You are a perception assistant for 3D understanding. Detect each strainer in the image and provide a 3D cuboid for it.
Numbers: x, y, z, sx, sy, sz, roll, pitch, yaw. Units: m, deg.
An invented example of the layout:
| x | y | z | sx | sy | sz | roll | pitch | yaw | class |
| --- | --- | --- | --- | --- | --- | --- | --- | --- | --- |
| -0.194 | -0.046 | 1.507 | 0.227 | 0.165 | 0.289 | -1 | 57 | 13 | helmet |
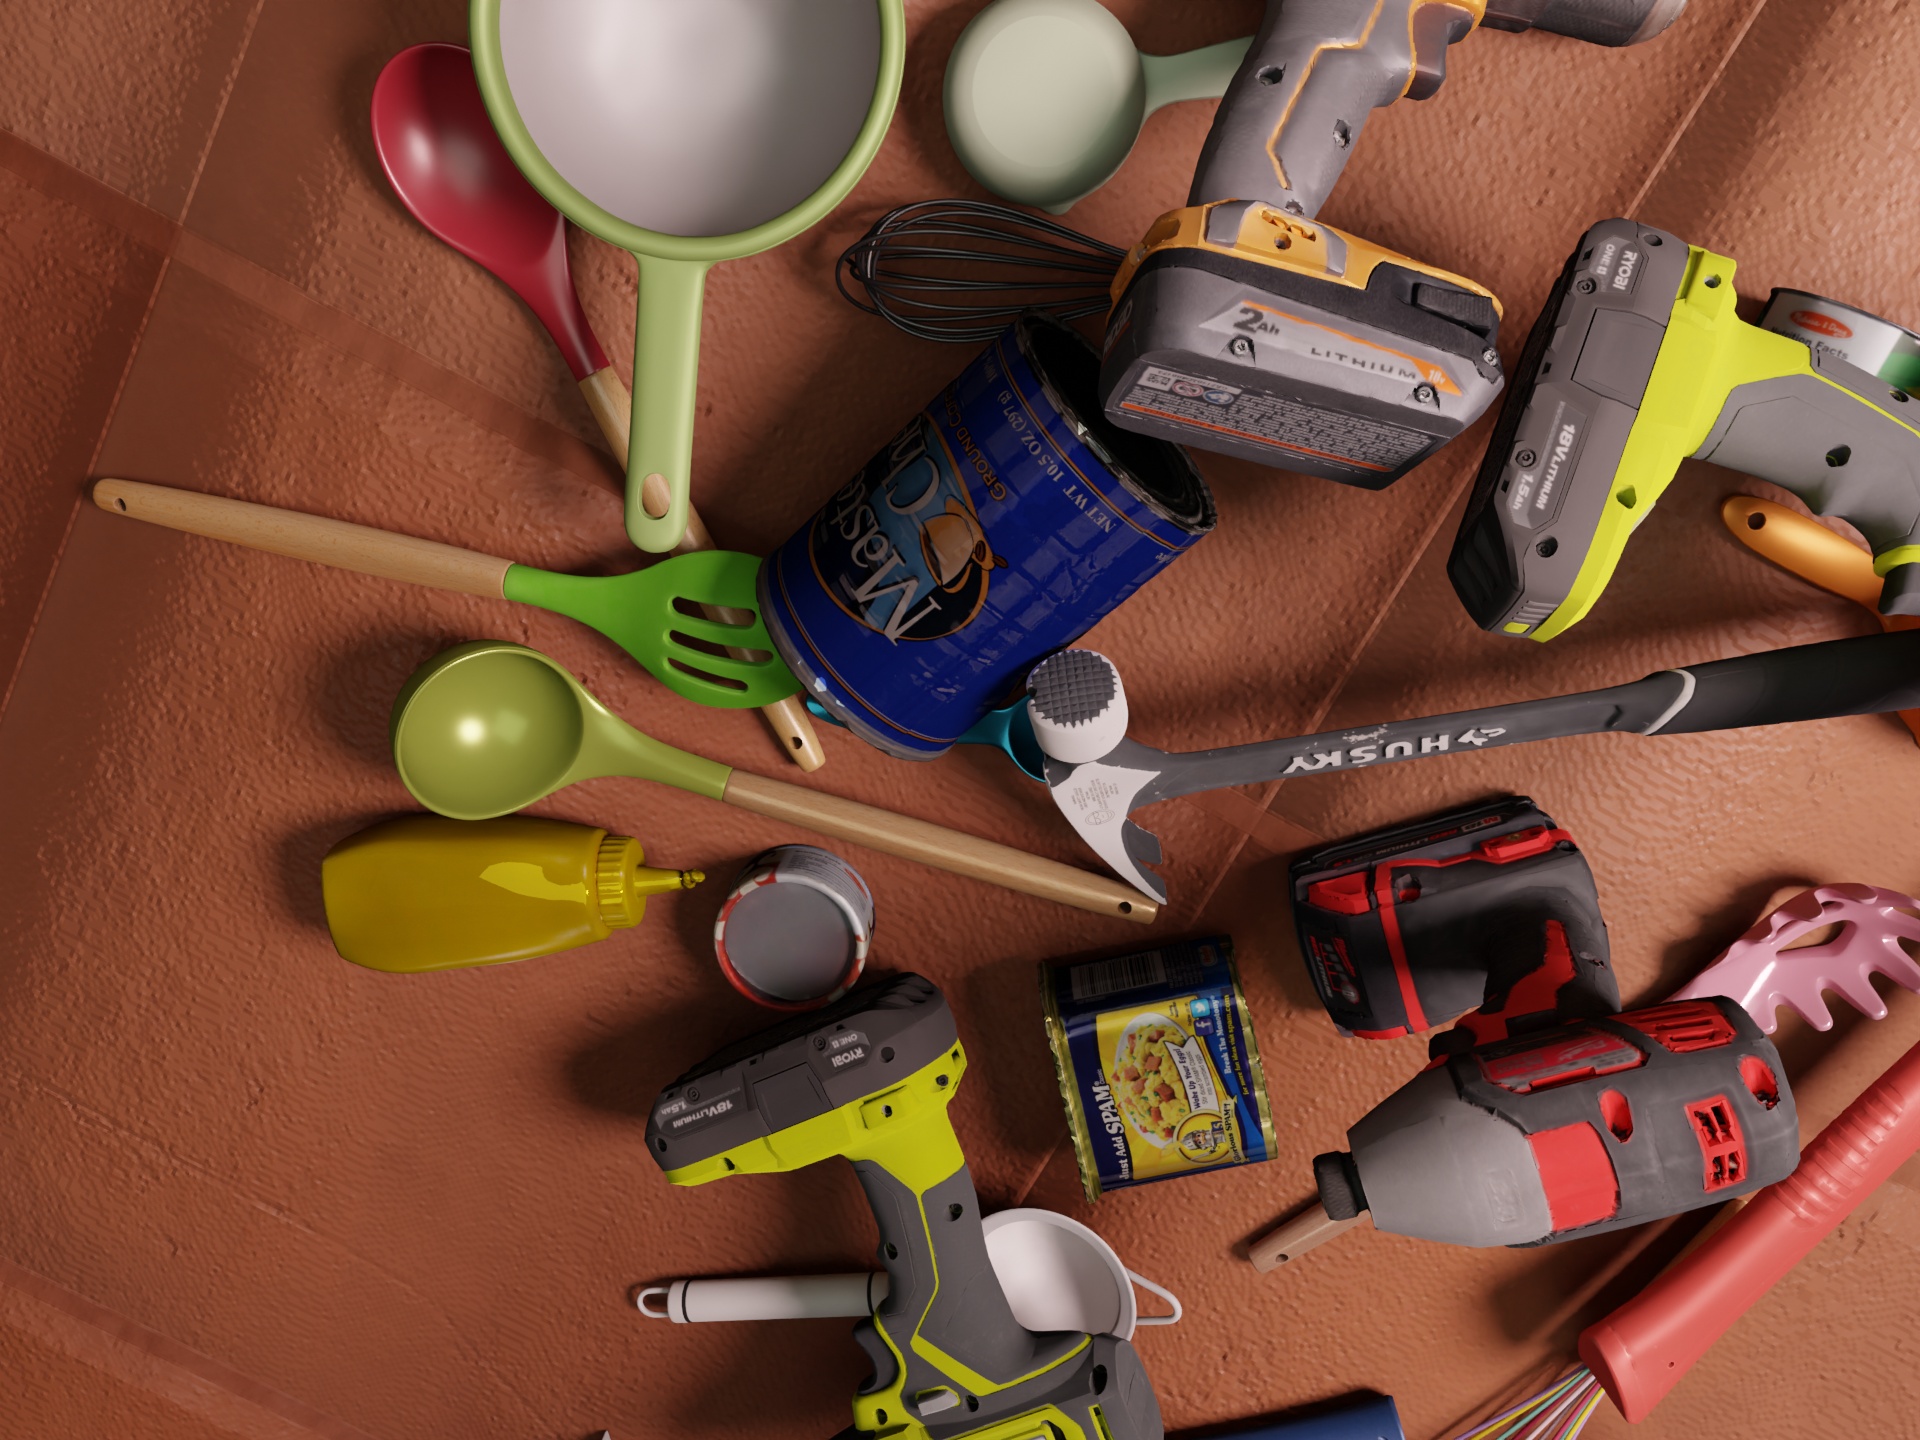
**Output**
| x | y | z | sx | sy | sz | roll | pitch | yaw | class |
| --- | --- | --- | --- | --- | --- | --- | --- | --- | --- |
| -0.027 | 0.259 | 0.727 | 0.258 | 0.050 | 0.087 | -7 | 104 | 12 | strainer |
| -0.100 | -0.193 | 0.588 | 0.151 | 0.069 | 0.256 | 7 | 107 | 0 | strainer |

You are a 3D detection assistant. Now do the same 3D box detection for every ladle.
| x | y | z | sx | sy | sz | roll | pitch | yaw | class |
| --- | --- | --- | --- | --- | --- | --- | --- | --- | --- |
| -0.132 | -0.115 | 0.635 | 0.069 | 0.031 | 0.315 | -23 | 105 | 18 | ladle |
| -0.072 | 0.039 | 0.649 | 0.320 | 0.062 | 0.078 | 17 | 110 | -3 | ladle |

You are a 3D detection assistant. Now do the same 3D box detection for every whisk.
| x | y | z | sx | sy | sz | roll | pitch | yaw | class |
| --- | --- | --- | --- | --- | --- | --- | --- | --- | --- |
| 0.278 | 0.312 | 0.720 | 0.051 | 0.047 | 0.245 | 37 | 102 | -6 | whisk |
| 0.072 | -0.163 | 0.599 | 0.239 | 0.055 | 0.055 | 4 | 106 | -2 | whisk |

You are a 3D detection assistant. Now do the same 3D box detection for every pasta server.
| x | y | z | sx | sy | sz | roll | pitch | yaw | class |
| --- | --- | --- | --- | --- | --- | --- | --- | --- | --- |
| 0.259 | 0.160 | 0.680 | 0.316 | 0.040 | 0.060 | -35 | 110 | 14 | pasta server |

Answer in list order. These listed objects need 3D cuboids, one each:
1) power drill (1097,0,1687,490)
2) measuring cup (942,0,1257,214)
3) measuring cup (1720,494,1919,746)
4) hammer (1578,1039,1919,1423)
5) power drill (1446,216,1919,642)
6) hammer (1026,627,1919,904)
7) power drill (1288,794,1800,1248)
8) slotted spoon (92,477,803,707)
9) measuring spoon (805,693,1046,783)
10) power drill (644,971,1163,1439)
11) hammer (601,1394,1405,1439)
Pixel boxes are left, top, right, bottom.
| x | y | z | sx | sy | sz | roll | pitch | yaw | class |
| --- | --- | --- | --- | --- | --- | --- | --- | --- | --- |
| 0.147 | -0.197 | 0.532 | 0.185 | 0.084 | 0.226 | 12 | 78 | -7 | power drill |
| 0.075 | -0.235 | 0.579 | 0.167 | 0.038 | 0.083 | -7 | 105 | 8 | measuring cup |
| 0.373 | -0.040 | 0.606 | 0.173 | 0.052 | 0.095 | 26 | 106 | -6 | measuring cup |
| 0.390 | 0.154 | 0.642 | 0.149 | 0.037 | 0.359 | 29 | 107 | -29 | hammer |
| 0.282 | -0.050 | 0.502 | 0.228 | 0.080 | 0.190 | 20 | 81 | 9 | power drill |
| 0.236 | 0.000 | 0.585 | 0.409 | 0.036 | 0.149 | -8 | 146 | 9 | hammer |
| 0.187 | 0.109 | 0.574 | 0.143 | 0.220 | 0.078 | -17 | 104 | 8 | power drill |
| -0.207 | -0.060 | 0.645 | 0.314 | 0.031 | 0.070 | 13 | 119 | 6 | slotted spoon |
| -0.001 | -0.002 | 0.666 | 0.128 | 0.021 | 0.042 | 8 | 108 | 11 | measuring spoon |
| -0.036 | 0.236 | 0.672 | 0.171 | 0.080 | 0.223 | -24 | 88 | 13 | power drill |
| 0.009 | 0.376 | 0.759 | 0.405 | 0.035 | 0.144 | -15 | 104 | 8 | hammer |
